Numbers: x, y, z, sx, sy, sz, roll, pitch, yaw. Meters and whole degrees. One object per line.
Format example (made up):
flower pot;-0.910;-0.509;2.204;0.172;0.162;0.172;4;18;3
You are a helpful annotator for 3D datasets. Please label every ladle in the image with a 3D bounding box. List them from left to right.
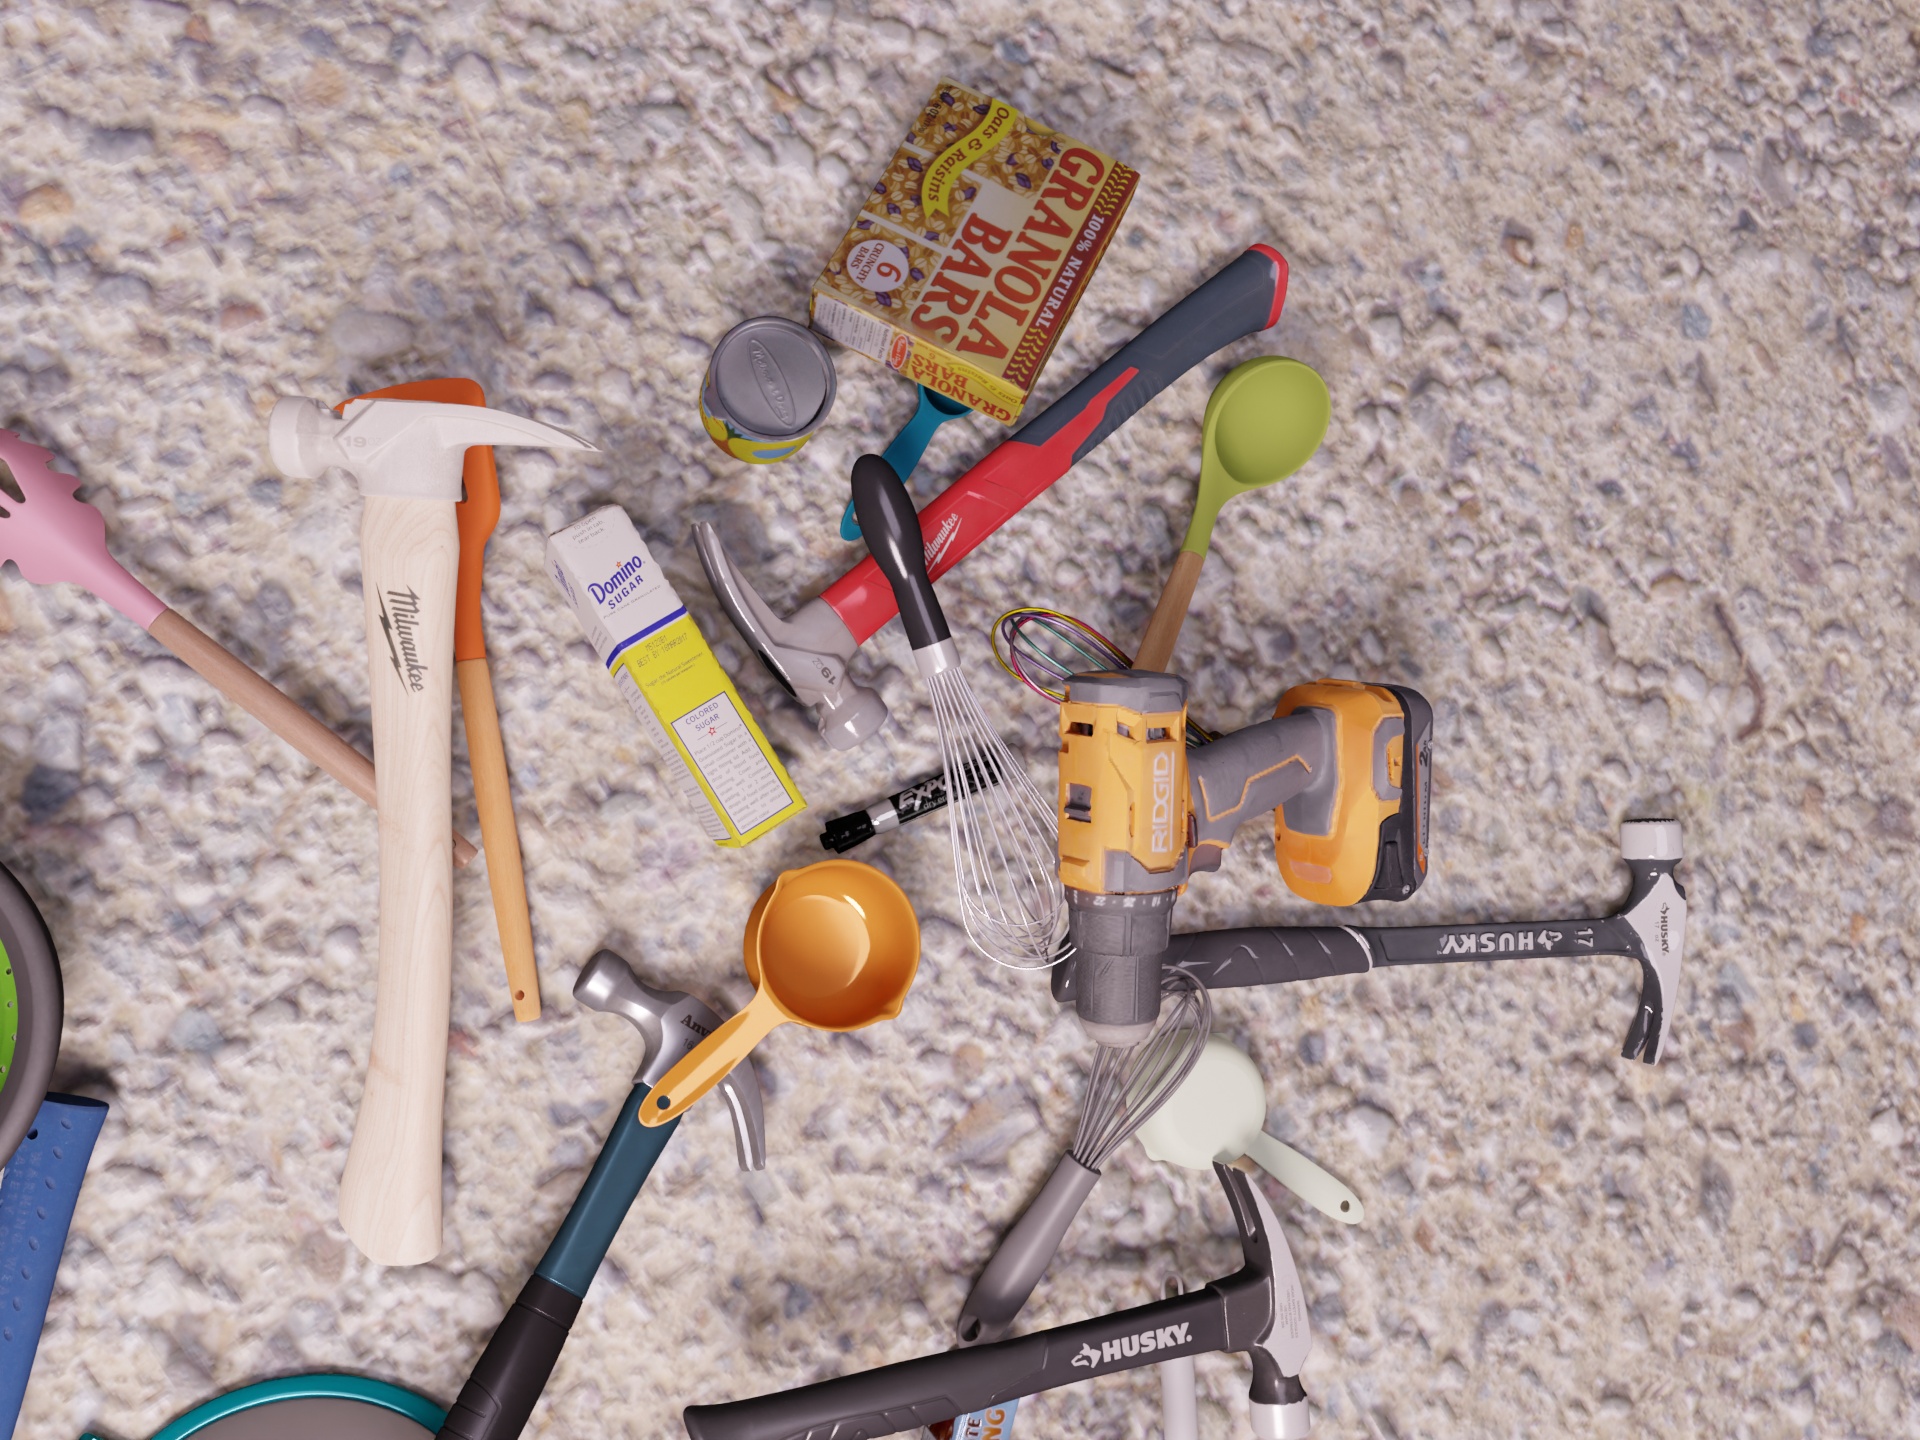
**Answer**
ladle;0.128;-0.068;0.868;0.078;0.062;0.320;44;60;-38

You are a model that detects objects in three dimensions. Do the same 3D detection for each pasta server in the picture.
pasta server;-0.364;-0.030;0.771;0.316;0.040;0.060;40;77;-10

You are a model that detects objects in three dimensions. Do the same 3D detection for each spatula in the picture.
spatula;-0.247;-0.006;0.801;0.081;0.041;0.322;-9;90;8

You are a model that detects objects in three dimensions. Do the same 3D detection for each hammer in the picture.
hammer;-0.446;0.374;0.705;0.144;0.035;0.406;8;80;11
hammer;-0.249;0.058;0.751;0.146;0.038;0.410;4;97;3
hammer;-0.199;0.280;0.751;0.128;0.033;0.331;35;60;-15
hammer;0.027;0.322;0.805;0.334;0.035;0.146;-5;88;-21
hammer;0.034;-0.159;0.881;0.386;0.038;0.143;-41;109;-16
hammer;0.249;0.138;0.932;0.408;0.036;0.149;-1;88;-15

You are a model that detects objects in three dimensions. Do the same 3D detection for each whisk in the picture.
whisk;-0.002;-0.002;0.827;0.070;0.070;0.284;-22;96;-16
whisk;0.063;0.237;0.855;0.055;0.055;0.239;31;92;-11
whisk;0.121;0.005;0.907;0.244;0.051;0.047;31;100;-15

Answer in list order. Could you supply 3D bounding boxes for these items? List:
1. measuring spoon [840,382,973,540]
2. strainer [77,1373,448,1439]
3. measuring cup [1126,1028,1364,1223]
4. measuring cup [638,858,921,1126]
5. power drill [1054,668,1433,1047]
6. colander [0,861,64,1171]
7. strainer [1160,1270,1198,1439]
measuring spoon;-0.032;-0.155;0.886;0.042;0.021;0.128;36;86;-31
strainer;-0.248;0.415;0.743;0.340;0.095;0.211;-5;87;-14
measuring cup;0.171;0.240;0.900;0.167;0.038;0.083;36;78;-8
measuring cup;-0.100;0.144;0.818;0.173;0.052;0.095;-41;97;-19
power drill;0.143;0.065;0.825;0.226;0.084;0.185;-2;96;-36
colander;-0.487;0.057;0.707;0.204;0.094;0.397;9;77;-15
strainer;0.124;0.437;0.875;0.086;0.050;0.258;1;80;-21
